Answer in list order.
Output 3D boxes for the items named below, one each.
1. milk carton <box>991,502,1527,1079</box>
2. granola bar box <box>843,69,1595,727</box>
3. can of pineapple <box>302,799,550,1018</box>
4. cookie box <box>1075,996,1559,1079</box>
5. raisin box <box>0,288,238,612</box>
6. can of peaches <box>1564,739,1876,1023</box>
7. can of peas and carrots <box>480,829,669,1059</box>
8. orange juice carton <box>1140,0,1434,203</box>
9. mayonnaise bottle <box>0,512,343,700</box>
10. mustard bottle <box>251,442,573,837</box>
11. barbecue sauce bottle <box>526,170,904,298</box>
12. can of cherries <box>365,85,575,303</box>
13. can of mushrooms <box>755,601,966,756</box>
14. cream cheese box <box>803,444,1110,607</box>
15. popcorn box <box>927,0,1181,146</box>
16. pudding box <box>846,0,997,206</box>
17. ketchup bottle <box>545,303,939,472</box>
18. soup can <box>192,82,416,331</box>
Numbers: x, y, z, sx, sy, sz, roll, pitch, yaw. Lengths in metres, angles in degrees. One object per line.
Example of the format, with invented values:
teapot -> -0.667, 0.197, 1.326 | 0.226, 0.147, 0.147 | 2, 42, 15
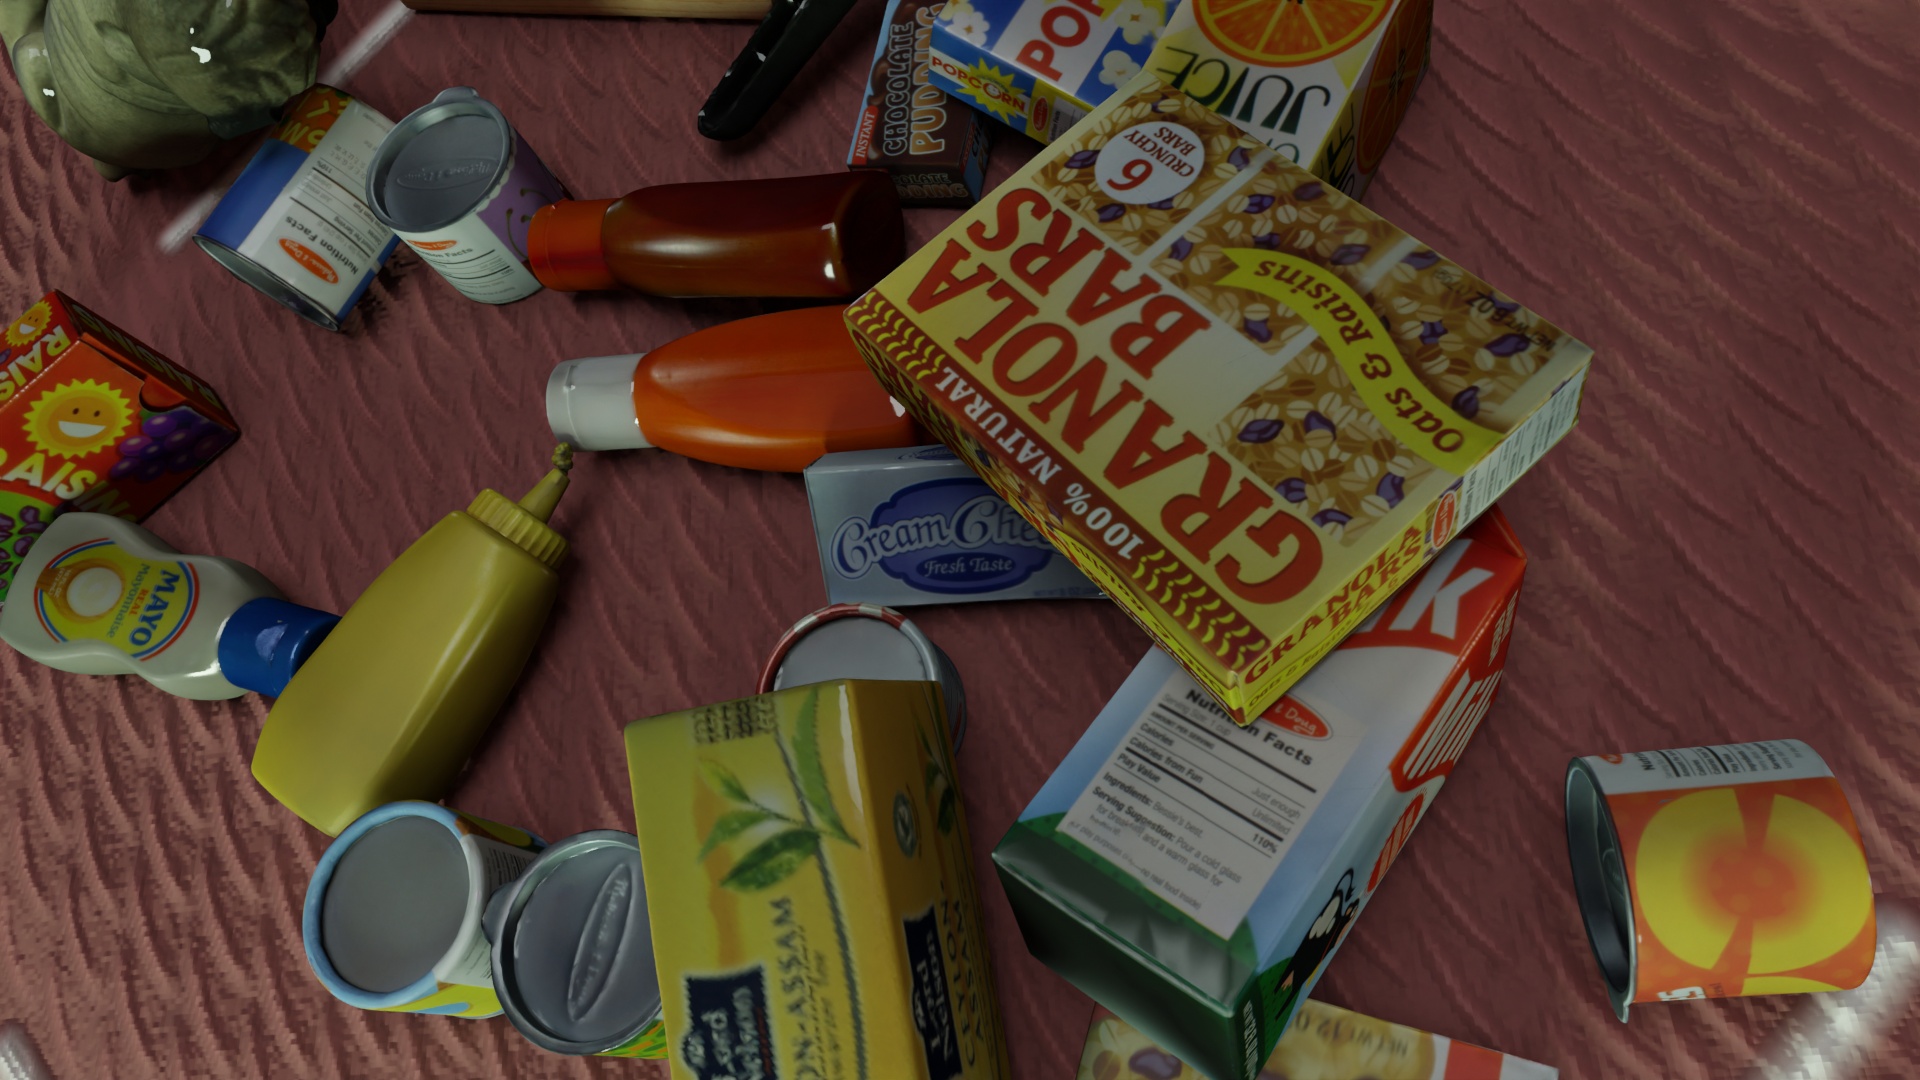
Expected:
milk carton -> 0.099, 0.048, 0.394 | 0.073, 0.072, 0.191 | 28, 65, 30
granola bar box -> 0.065, -0.048, 0.390 | 0.124, 0.039, 0.166 | -40, 58, -8
can of pineapple -> -0.176, 0.124, 0.466 | 0.071, 0.057, 0.071 | -5, 67, 13
cookie box -> 0.080, 0.209, 0.372 | 0.123, 0.040, 0.168 | 11, 71, 19
raisin box -> -0.379, -0.033, 0.570 | 0.123, 0.086, 0.040 | -43, 63, -5
can of peaches -> 0.202, 0.091, 0.374 | 0.058, 0.071, 0.071 | -8, 67, 11
can of peas and carrots -> -0.107, 0.130, 0.444 | 0.071, 0.058, 0.071 | -6, 67, 14
orange juice carton -> 0.095, -0.127, 0.489 | 0.073, 0.071, 0.193 | 23, 76, 23
mayonnaise bottle -> -0.306, 0.032, 0.548 | 0.148, 0.041, 0.065 | 12, 72, 20
mustard bottle -> -0.188, 0.032, 0.512 | 0.065, 0.048, 0.160 | 29, 78, 22
barbecue sauce bottle -> -0.101, -0.119, 0.549 | 0.148, 0.043, 0.065 | 3, 32, 22
can of cherries -> -0.202, -0.144, 0.584 | 0.071, 0.058, 0.072 | -6, 67, 14
can of mushrooms -> -0.036, 0.057, 0.470 | 0.071, 0.033, 0.071 | -5, 68, 13
cream cheese box -> 0.002, -0.006, 0.476 | 0.104, 0.024, 0.053 | -3, 108, 14
popcorn box -> 0.054, -0.211, 0.535 | 0.085, 0.038, 0.127 | 29, 71, 6
pudding box -> -0.012, -0.178, 0.562 | 0.049, 0.030, 0.084 | 6, 70, 18
ketchup bottle -> -0.081, -0.055, 0.522 | 0.149, 0.043, 0.065 | -2, 60, 15
soup can -> -0.277, -0.144, 0.601 | 0.071, 0.071, 0.084 | 24, 76, 23
